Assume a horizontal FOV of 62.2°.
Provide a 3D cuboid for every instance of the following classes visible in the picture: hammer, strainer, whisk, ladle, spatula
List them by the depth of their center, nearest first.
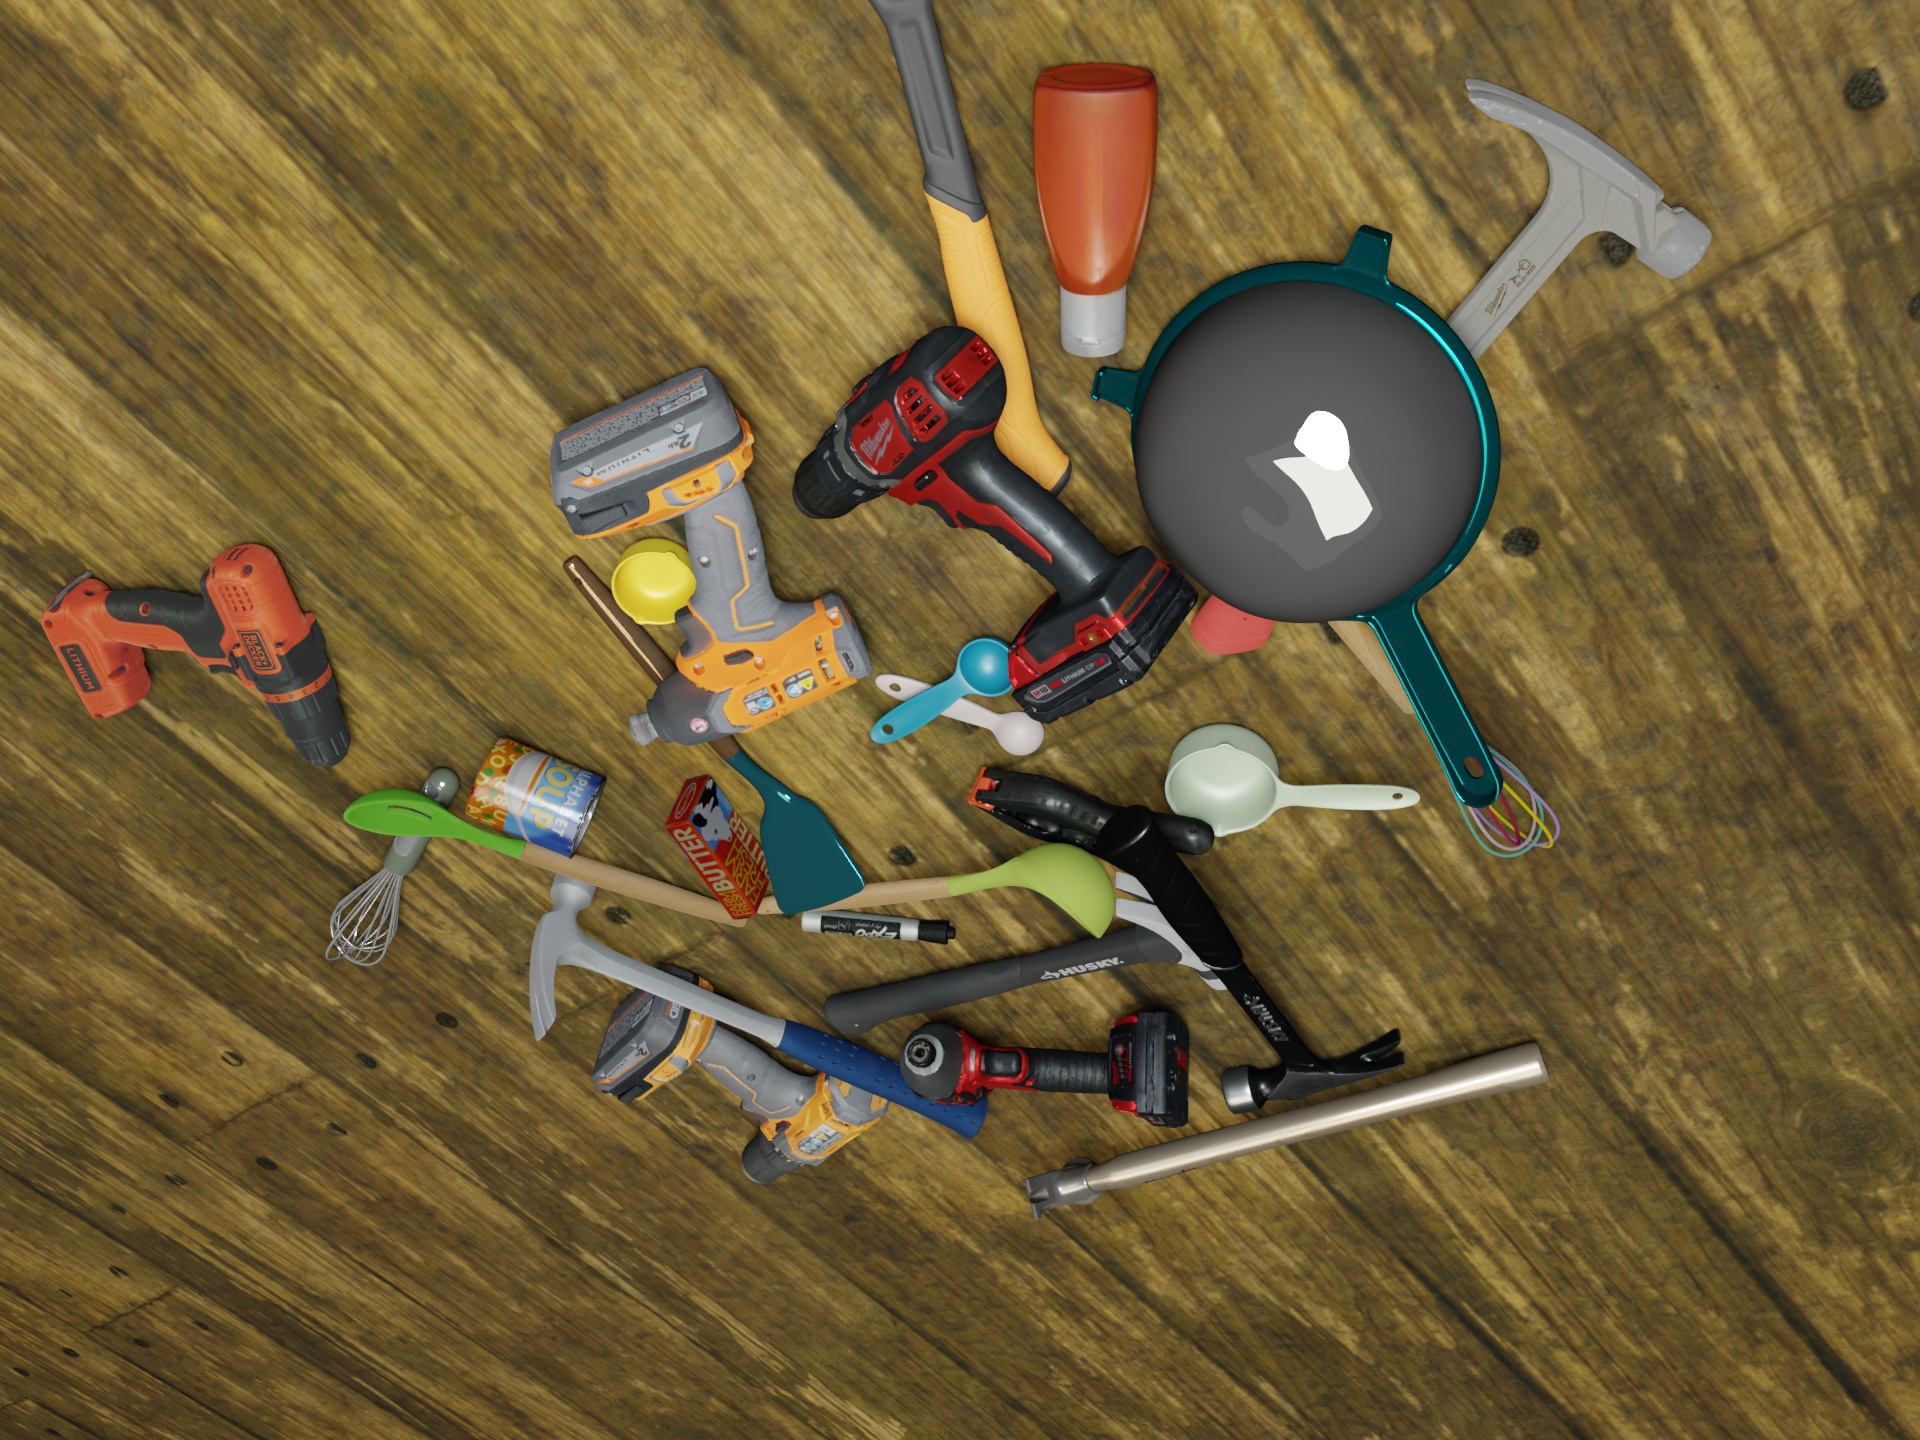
[{"bbox_3d":[0.208,-0.079,0.876,0.211,0.095,0.340,-21,105,39],"label":"strainer"},{"bbox_3d":[-0.005,-0.264,0.878,0.127,0.034,0.336,-7,127,16],"label":"hammer"},{"bbox_3d":[0.235,-0.172,0.901,0.149,0.037,0.359,28,128,-11],"label":"hammer"},{"bbox_3d":[0.305,0.003,1.028,0.051,0.047,0.244,-38,109,21],"label":"whisk"},{"bbox_3d":[0.197,0.177,1.131,0.149,0.036,0.408,-18,138,21],"label":"hammer"},{"bbox_3d":[-0.181,0.011,1.134,0.082,0.044,0.317,-20,121,30],"label":"spatula"},{"bbox_3d":[-0.031,0.134,1.164,0.320,0.062,0.078,-10,139,33],"label":"ladle"},{"bbox_3d":[0.035,0.194,1.227,0.335,0.035,0.146,-18,140,28],"label":"hammer"},{"bbox_3d":[0.250,0.321,1.243,0.410,0.038,0.146,-20,164,16],"label":"hammer"},{"bbox_3d":[-0.456,0.120,1.281,0.058,0.059,0.246,46,124,10],"label":"whisk"},{"bbox_3d":[-0.157,0.255,1.286,0.405,0.144,0.035,27,133,-19],"label":"hammer"}]

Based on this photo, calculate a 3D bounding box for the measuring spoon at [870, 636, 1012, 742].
[{"bbox_3d":[-0.012,-0.020,1.084,0.128,0.021,0.042,-31,103,30],"label":"measuring spoon"}]

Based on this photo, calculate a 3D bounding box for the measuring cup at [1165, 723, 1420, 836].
[{"bbox_3d":[0.223,0.039,1.075,0.167,0.038,0.083,2,129,8],"label":"measuring cup"}]

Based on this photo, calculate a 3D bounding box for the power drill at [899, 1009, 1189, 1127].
[{"bbox_3d":[0.063,0.269,1.240,0.220,0.079,0.143,-2,161,14],"label":"power drill"}]

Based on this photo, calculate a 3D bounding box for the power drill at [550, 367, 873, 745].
[{"bbox_3d":[-0.170,-0.086,1.000,0.164,0.084,0.226,-25,124,0],"label":"power drill"}]

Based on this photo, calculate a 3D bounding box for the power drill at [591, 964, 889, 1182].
[{"bbox_3d":[-0.199,0.317,1.366,0.226,0.084,0.185,31,130,-19],"label":"power drill"}]

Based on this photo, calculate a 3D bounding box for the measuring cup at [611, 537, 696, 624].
[{"bbox_3d":[-0.158,-0.079,1.073,0.156,0.029,0.062,20,125,-20],"label":"measuring cup"}]

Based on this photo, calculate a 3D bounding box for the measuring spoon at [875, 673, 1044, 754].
[{"bbox_3d":[-0.002,-0.004,1.099,0.124,0.018,0.034,20,130,-4],"label":"measuring spoon"}]

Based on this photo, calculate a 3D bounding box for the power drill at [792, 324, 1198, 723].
[{"bbox_3d":[0.009,-0.108,0.944,0.226,0.080,0.188,47,145,-12],"label":"power drill"}]

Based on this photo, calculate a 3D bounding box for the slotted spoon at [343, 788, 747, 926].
[{"bbox_3d":[-0.313,0.108,1.229,0.313,0.031,0.070,20,148,-16],"label":"slotted spoon"}]
